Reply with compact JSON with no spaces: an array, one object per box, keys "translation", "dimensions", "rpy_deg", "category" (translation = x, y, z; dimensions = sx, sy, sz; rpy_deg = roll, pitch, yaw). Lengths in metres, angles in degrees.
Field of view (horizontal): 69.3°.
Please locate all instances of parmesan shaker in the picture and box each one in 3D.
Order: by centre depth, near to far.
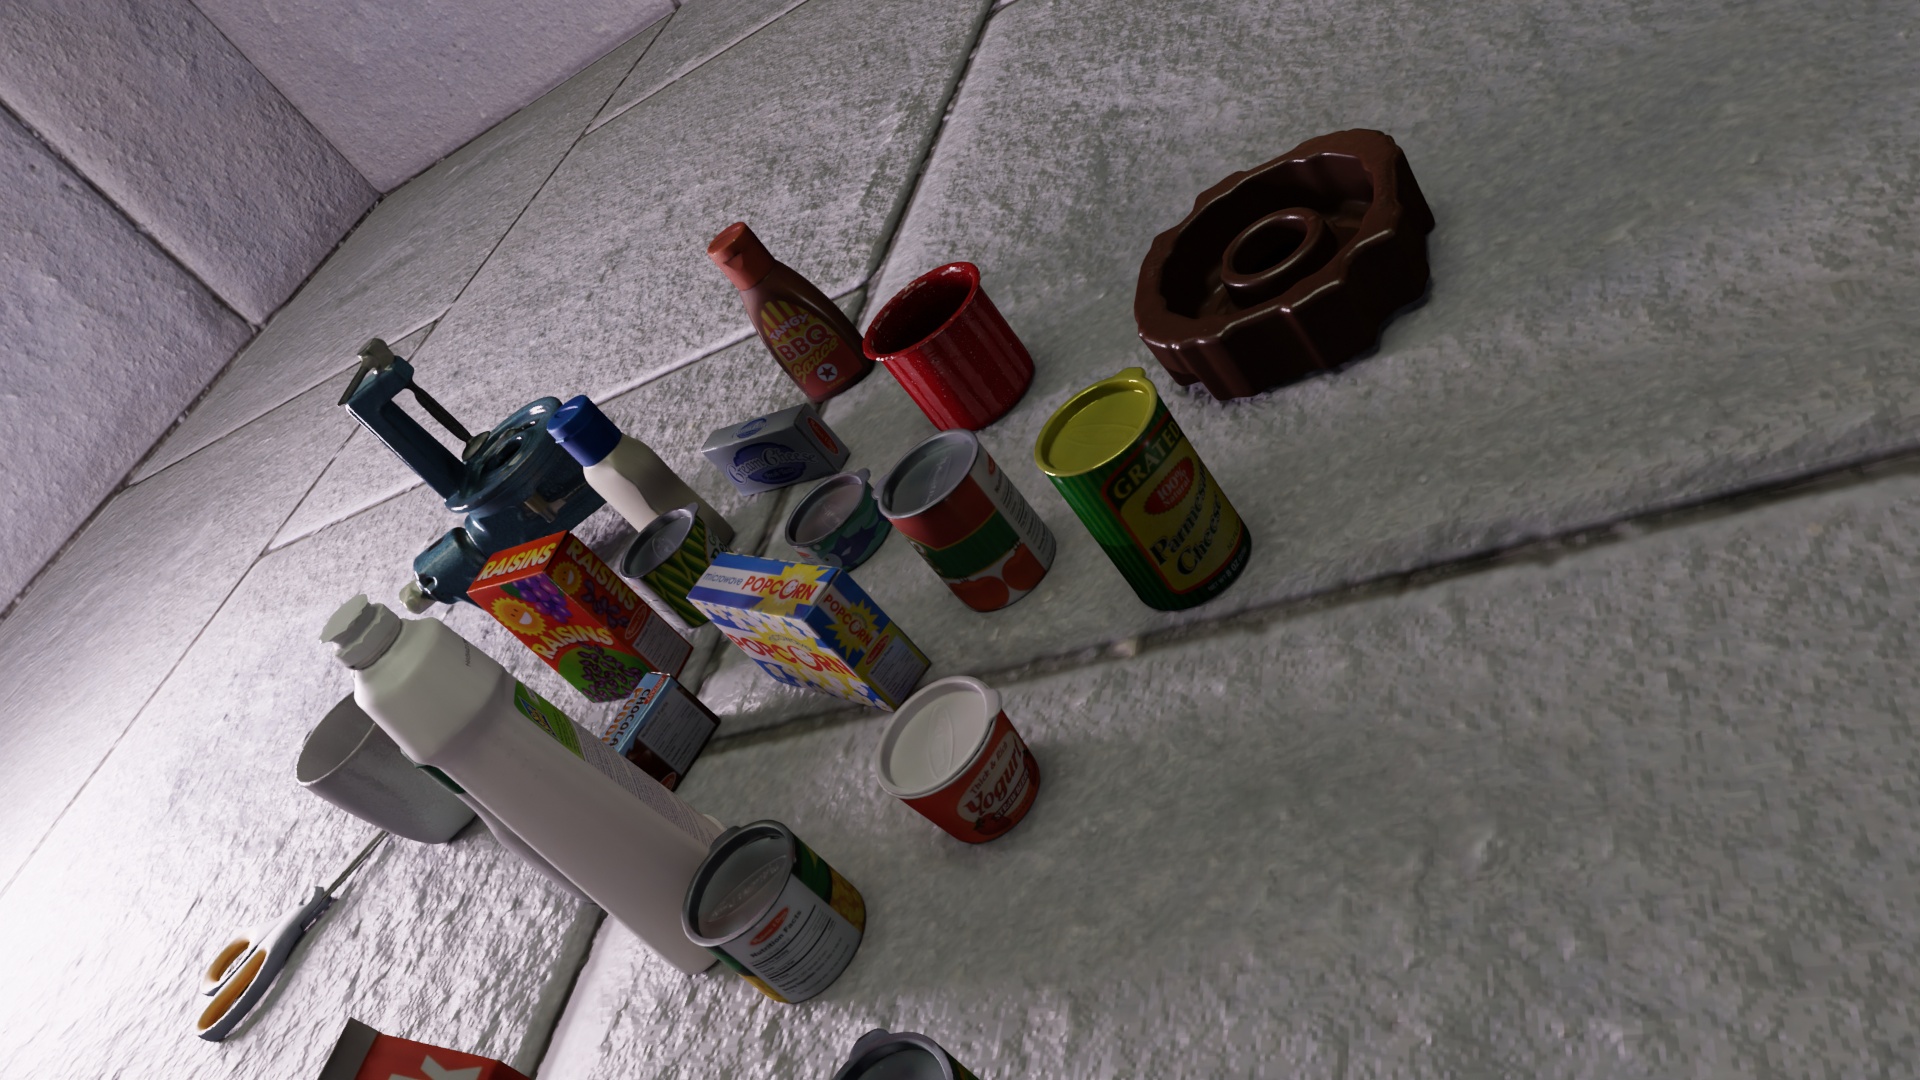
[{"translation":[0.092,-0.024,0.679],"dimensions":[0.071,0.103,0.072],"rpy_deg":[-27,34,20],"category":"parmesan shaker"}]

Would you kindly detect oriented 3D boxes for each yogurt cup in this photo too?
[{"translation":[0.001,0.106,0.658],"dimensions":[0.072,0.053,0.073],"rpy_deg":[-27,34,20],"category":"yogurt cup"}]

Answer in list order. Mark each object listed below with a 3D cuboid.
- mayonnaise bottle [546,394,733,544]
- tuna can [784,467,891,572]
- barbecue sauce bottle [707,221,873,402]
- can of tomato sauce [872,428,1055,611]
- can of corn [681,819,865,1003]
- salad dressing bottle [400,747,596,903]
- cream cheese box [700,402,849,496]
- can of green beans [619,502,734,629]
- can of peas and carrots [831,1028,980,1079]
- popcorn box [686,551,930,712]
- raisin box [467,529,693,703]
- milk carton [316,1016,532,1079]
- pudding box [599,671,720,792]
[{"translation":[-0.231,-0.041,0.995],"dimensions":[0.064,0.147,0.041],"rpy_deg":[-5,46,43],"category":"mayonnaise bottle"},{"translation":[-0.078,-0.013,0.909],"dimensions":[0.071,0.032,0.071],"rpy_deg":[-27,34,20],"category":"tuna can"},{"translation":[-0.132,-0.176,1.060],"dimensions":[0.064,0.148,0.044],"rpy_deg":[-29,33,19],"category":"barbecue sauce bottle"},{"translation":[0.003,-0.010,0.774],"dimensions":[0.071,0.083,0.071],"rpy_deg":[-27,34,20],"category":"can of tomato sauce"},{"translation":[-0.089,0.175,0.662],"dimensions":[0.071,0.058,0.071],"rpy_deg":[-27,34,20],"category":"can of corn"},{"translation":[-0.243,0.146,0.774],"dimensions":[0.064,0.147,0.044],"rpy_deg":[-17,38,33],"category":"salad dressing bottle"},{"translation":[-0.136,-0.065,1.017],"dimensions":[0.103,0.053,0.024],"rpy_deg":[-11,42,38],"category":"cream cheese box"},{"translation":[-0.192,0.019,0.966],"dimensions":[0.071,0.057,0.071],"rpy_deg":[-27,34,20],"category":"can of green beans"},{"translation":[-0.014,0.226,0.519],"dimensions":[0.071,0.058,0.071],"rpy_deg":[-27,34,20],"category":"can of peas and carrots"},{"translation":[-0.089,0.050,0.793],"dimensions":[0.126,0.085,0.038],"rpy_deg":[6,54,49],"category":"popcorn box"},{"translation":[-0.251,0.053,0.923],"dimensions":[0.086,0.123,0.040],"rpy_deg":[-13,41,37],"category":"raisin box"},{"translation":[-0.173,0.255,0.523],"dimensions":[0.073,0.190,0.073],"rpy_deg":[-19,37,31],"category":"milk carton"},{"translation":[-0.189,0.126,0.836],"dimensions":[0.030,0.049,0.084],"rpy_deg":[-1,48,46],"category":"pudding box"}]
